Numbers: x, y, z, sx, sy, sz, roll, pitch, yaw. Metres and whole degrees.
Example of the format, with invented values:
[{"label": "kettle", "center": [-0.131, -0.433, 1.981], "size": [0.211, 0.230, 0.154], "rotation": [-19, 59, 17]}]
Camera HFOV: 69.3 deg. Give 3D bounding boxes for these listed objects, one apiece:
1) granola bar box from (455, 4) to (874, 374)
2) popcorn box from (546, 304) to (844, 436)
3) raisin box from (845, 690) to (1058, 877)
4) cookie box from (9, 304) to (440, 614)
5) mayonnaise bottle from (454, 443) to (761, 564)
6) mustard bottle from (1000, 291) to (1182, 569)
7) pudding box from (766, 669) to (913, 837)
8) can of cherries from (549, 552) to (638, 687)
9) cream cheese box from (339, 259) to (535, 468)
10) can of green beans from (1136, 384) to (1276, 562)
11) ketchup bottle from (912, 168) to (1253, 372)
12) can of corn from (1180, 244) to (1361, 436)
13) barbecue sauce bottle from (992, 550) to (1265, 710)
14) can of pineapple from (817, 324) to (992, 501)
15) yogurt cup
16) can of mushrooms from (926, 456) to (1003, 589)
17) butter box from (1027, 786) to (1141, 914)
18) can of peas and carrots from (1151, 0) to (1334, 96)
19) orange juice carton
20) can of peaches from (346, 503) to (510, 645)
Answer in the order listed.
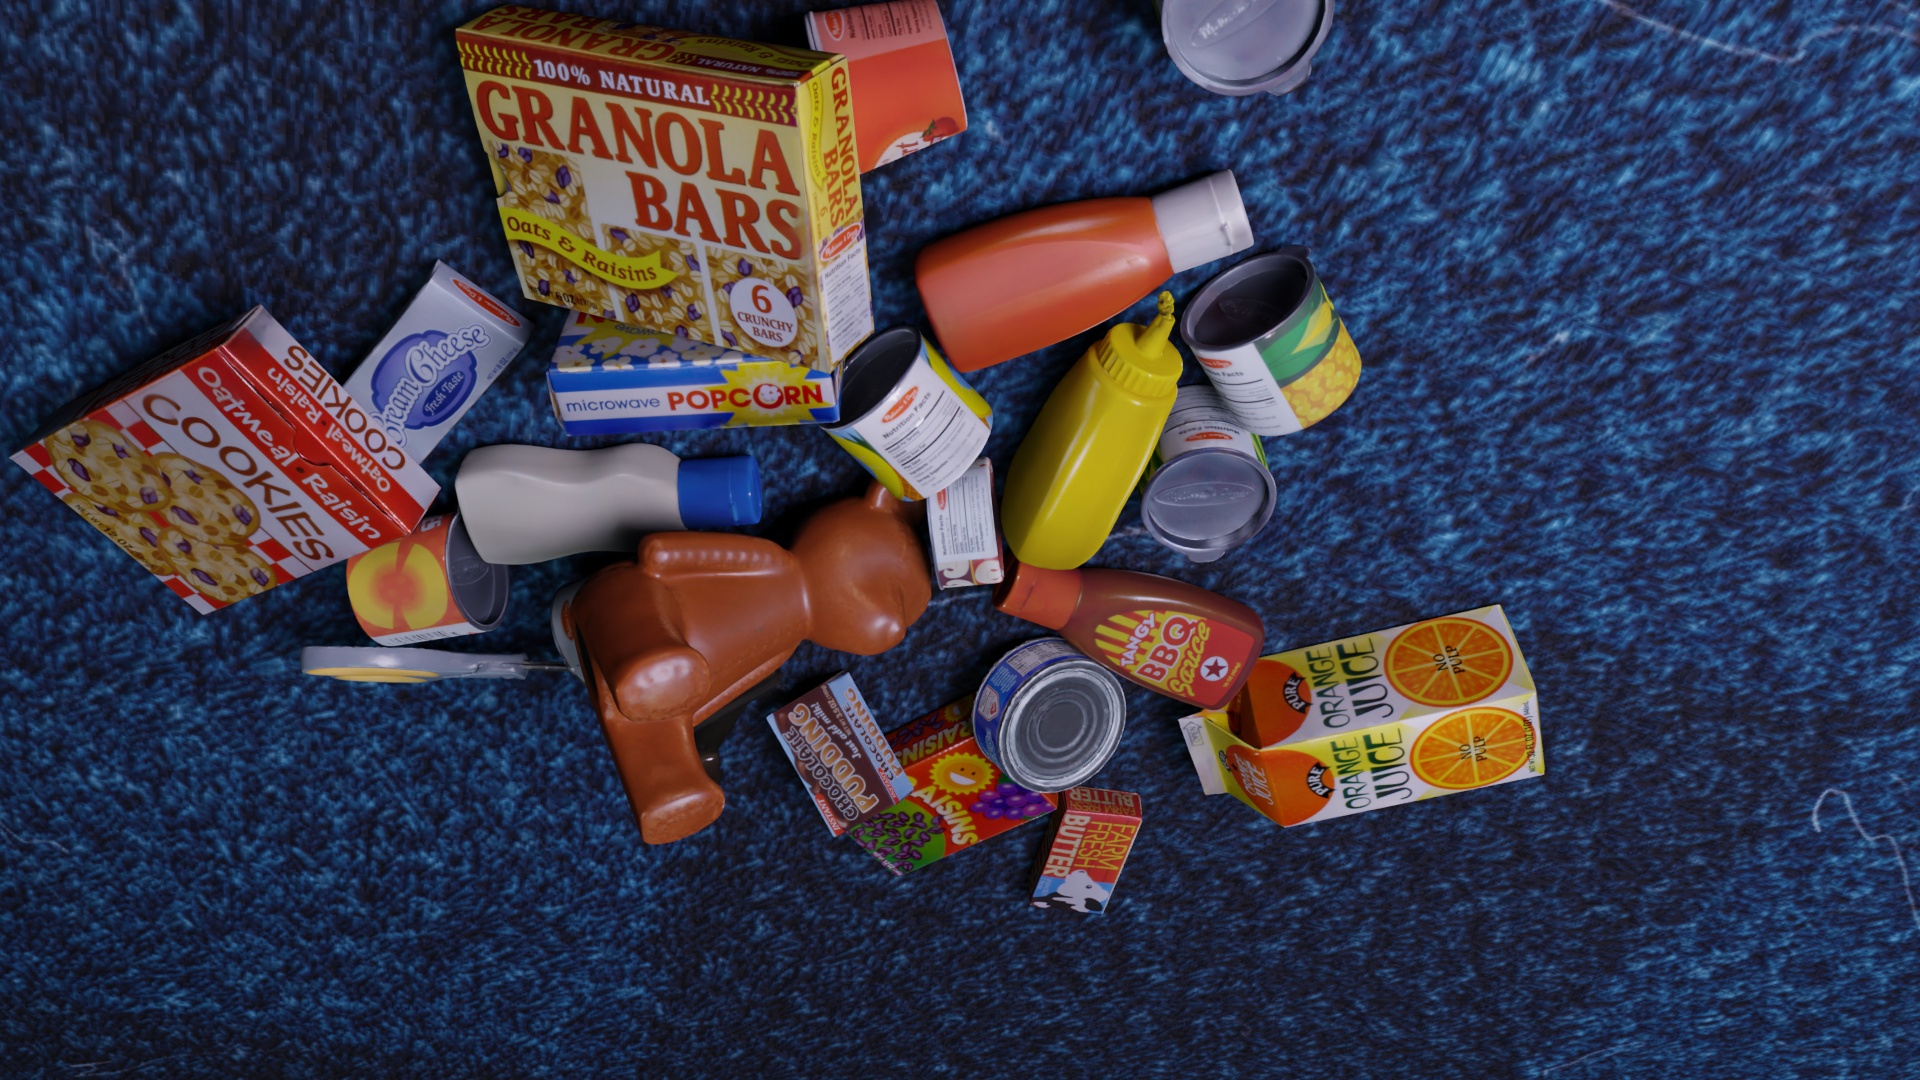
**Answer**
[{"label": "granola bar box", "center": [-0.121, -0.146, 0.575], "size": [0.165, 0.039, 0.123], "rotation": [16, 133, 22]}, {"label": "popcorn box", "center": [-0.116, -0.090, 0.636], "size": [0.127, 0.085, 0.038], "rotation": [-3, 130, 1]}, {"label": "raisin box", "center": [-0.013, 0.152, 0.862], "size": [0.123, 0.040, 0.086], "rotation": [-28, 123, 22]}, {"label": "cookie box", "center": [-0.364, -0.033, 0.691], "size": [0.167, 0.040, 0.122], "rotation": [-17, 127, 26]}, {"label": "mayonnaise bottle", "center": [-0.179, -0.022, 0.720], "size": [0.148, 0.041, 0.064], "rotation": [-4, 130, 1]}, {"label": "mustard bottle", "center": [0.069, -0.055, 0.672], "size": [0.049, 0.065, 0.159], "rotation": [9, 135, -21]}, {"label": "pudding box", "center": [-0.071, 0.126, 0.820], "size": [0.049, 0.030, 0.083], "rotation": [-31, 86, 23]}, {"label": "can of cherries", "center": [-0.178, 0.043, 0.758], "size": [0.058, 0.072, 0.071], "rotation": [-24, 125, 17]}, {"label": "cream cheese box", "center": [-0.260, -0.084, 0.679], "size": [0.053, 0.024, 0.103], "rotation": [37, 120, -25]}, {"label": "can of green beans", "center": [0.120, -0.036, 0.698], "size": [0.071, 0.058, 0.071], "rotation": [0, 129, 0]}, {"label": "ketchup bottle", "center": [0.057, -0.127, 0.634], "size": [0.149, 0.044, 0.064], "rotation": [-17, 131, 13]}, {"label": "can of corn", "center": [0.147, -0.093, 0.649], "size": [0.071, 0.071, 0.058], "rotation": [-26, 125, 19]}, {"label": "barbecue sauce bottle", "center": [0.091, 0.044, 0.772], "size": [0.148, 0.044, 0.064], "rotation": [20, 114, -15]}, {"label": "can of pineapple", "center": [-0.027, -0.062, 0.674], "size": [0.071, 0.071, 0.057], "rotation": [-31, 123, 23]}, {"label": "yogurt cup", "center": [-0.030, -0.189, 0.571], "size": [0.054, 0.073, 0.072], "rotation": [-15, 128, 2]}, {"label": "can of mushrooms", "center": [0.003, -0.009, 0.717], "size": [0.033, 0.071, 0.070], "rotation": [-7, 129, 4]}, {"label": "butter box", "center": [0.081, 0.204, 0.914], "size": [0.053, 0.024, 0.103], "rotation": [8, 129, -7]}, {"label": "can of peas and carrots", "center": [0.111, -0.218, 0.551], "size": [0.071, 0.059, 0.070], "rotation": [0, 130, 0]}, {"label": "orange juice carton", "center": [0.228, 0.106, 0.805], "size": [0.192, 0.073, 0.071], "rotation": [-14, 128, 11]}, {"label": "can of peaches", "center": [-0.281, 0.018, 0.736], "size": [0.058, 0.071, 0.071], "rotation": [-10, 128, 8]}]
